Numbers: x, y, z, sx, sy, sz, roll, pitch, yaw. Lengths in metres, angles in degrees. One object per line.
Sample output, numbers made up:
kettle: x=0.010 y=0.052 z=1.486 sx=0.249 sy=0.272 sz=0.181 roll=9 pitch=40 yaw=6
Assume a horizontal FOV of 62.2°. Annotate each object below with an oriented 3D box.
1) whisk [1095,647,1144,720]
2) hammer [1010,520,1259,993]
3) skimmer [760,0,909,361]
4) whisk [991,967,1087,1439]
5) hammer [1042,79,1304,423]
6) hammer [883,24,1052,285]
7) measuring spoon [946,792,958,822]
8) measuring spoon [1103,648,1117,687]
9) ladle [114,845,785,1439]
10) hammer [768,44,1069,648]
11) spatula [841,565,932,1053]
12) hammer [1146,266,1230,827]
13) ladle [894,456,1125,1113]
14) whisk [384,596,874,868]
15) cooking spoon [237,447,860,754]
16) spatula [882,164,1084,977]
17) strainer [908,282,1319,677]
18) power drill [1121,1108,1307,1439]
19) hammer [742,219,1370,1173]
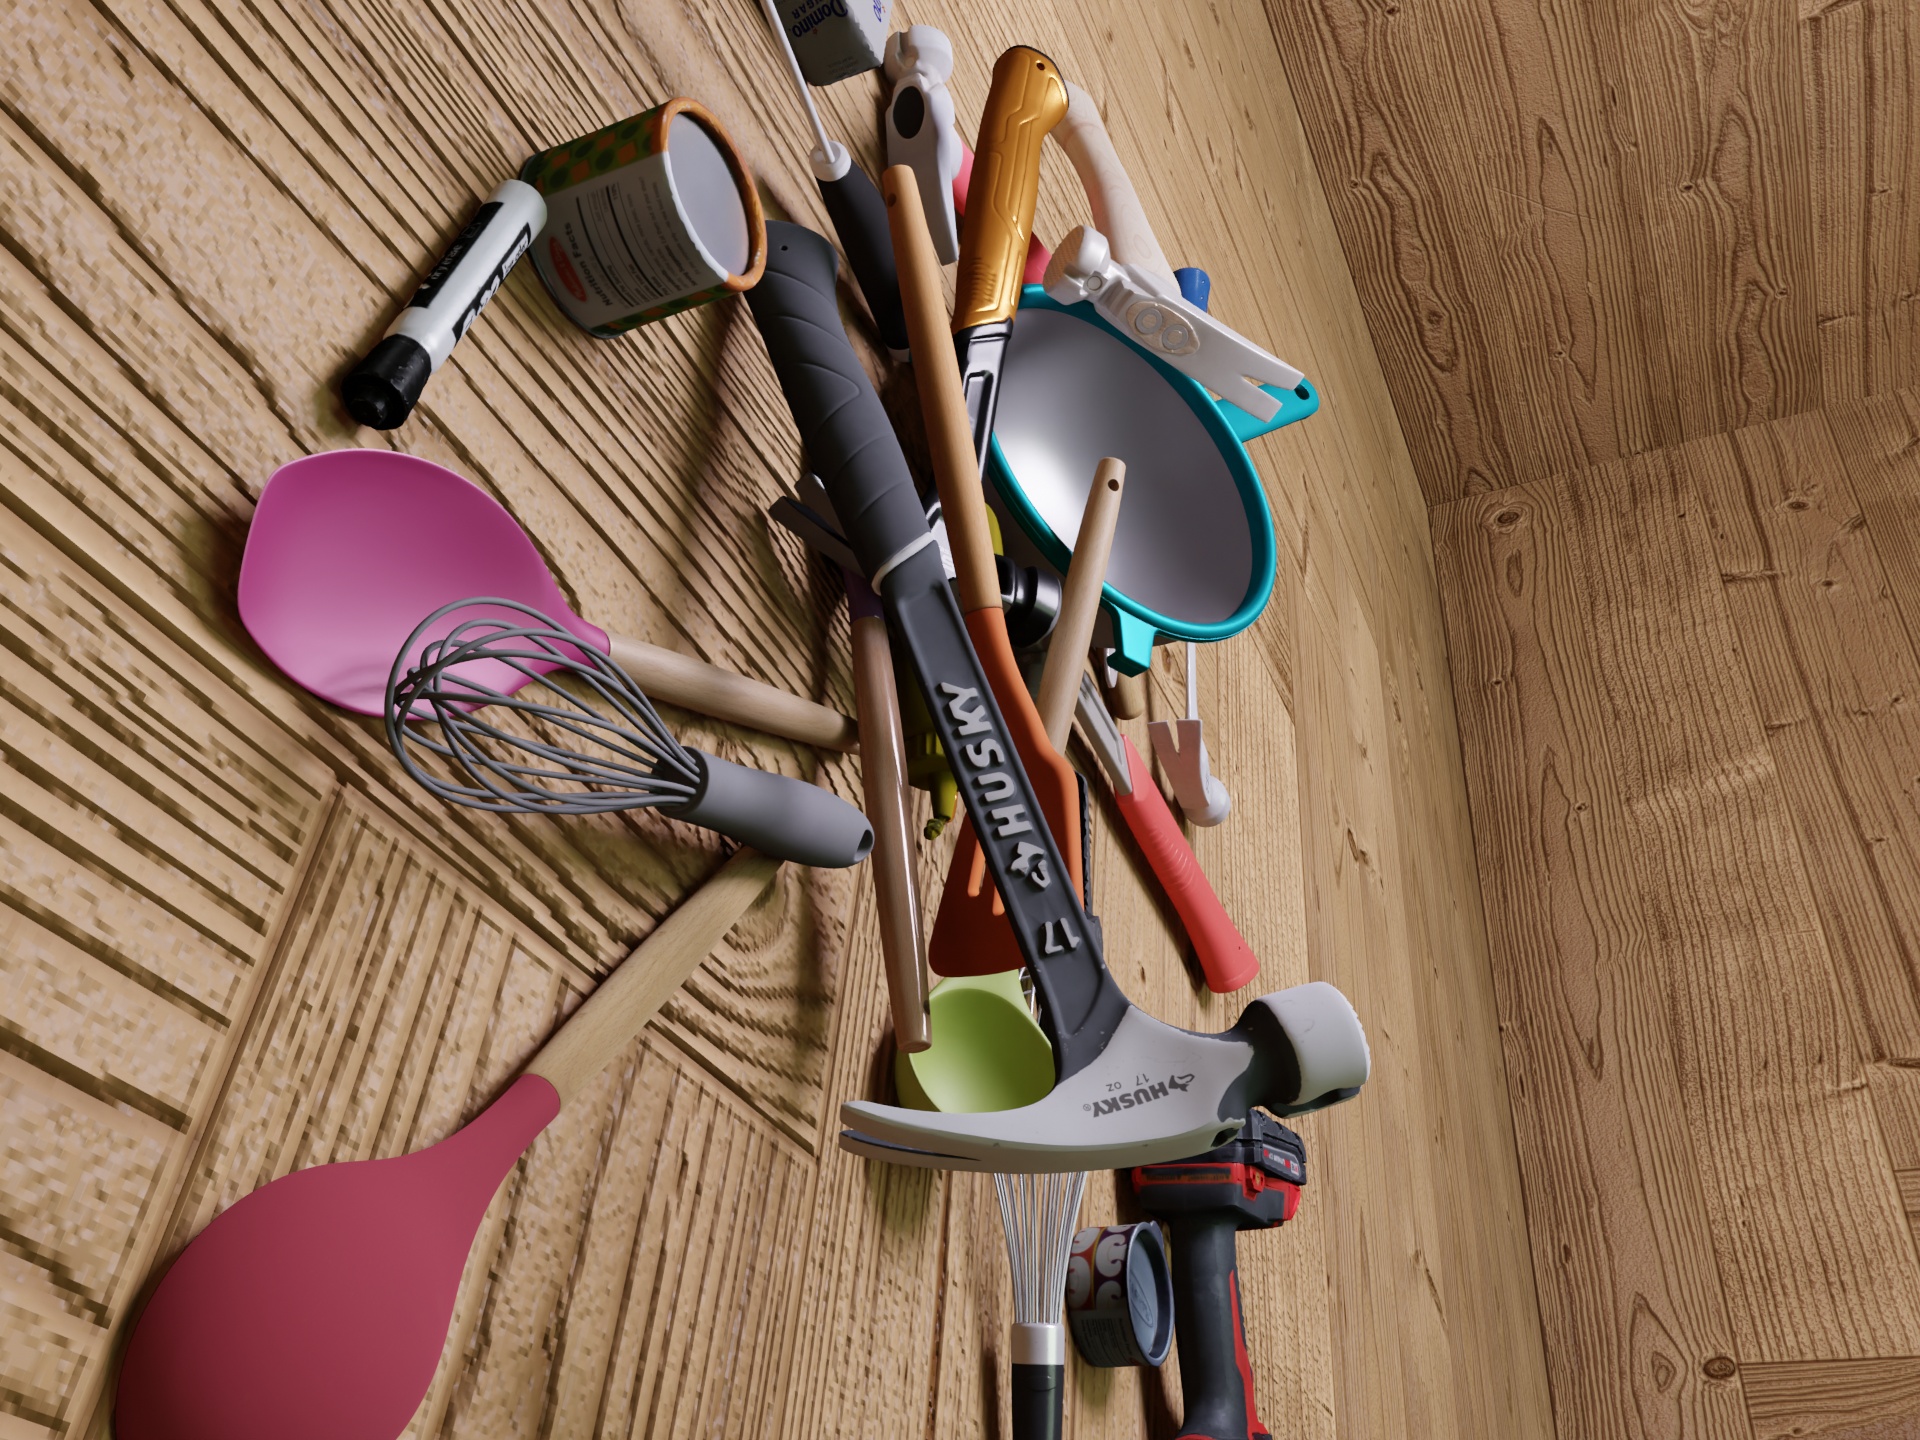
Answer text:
whisk: x=0.078 y=-0.115 z=0.978 sx=0.047 sy=0.051 sz=0.244 roll=-63 pitch=139 yaw=-65
hammer: x=0.113 y=0.046 z=0.982 sx=0.358 sy=0.037 sz=0.149 roll=57 pitch=30 yaw=-39
skimmer: x=-0.101 y=-0.266 z=0.649 sx=0.362 sy=0.090 sz=0.127 roll=62 pitch=10 yaw=-56
whisk: x=0.032 y=0.230 z=0.676 sx=0.070 sy=0.070 sz=0.285 roll=37 pitch=50 yaw=-57
hammer: x=0.100 y=-0.308 z=0.962 sx=0.146 sy=0.038 sz=0.411 roll=26 pitch=30 yaw=-21
hammer: x=0.055 y=-0.263 z=1.006 sx=0.386 sy=0.038 sz=0.143 roll=28 pitch=54 yaw=-61
measuring spoon: x=-0.001 y=-0.002 z=0.767 sx=0.021 sy=0.011 sz=0.117 roll=50 pitch=35 yaw=-48
measuring spoon: x=0.097 y=-0.070 z=0.933 sx=0.034 sy=0.018 sz=0.124 roll=58 pitch=32 yaw=-47
ladle: x=-0.107 y=0.094 z=0.450 sx=0.315 sy=0.031 sz=0.069 roll=-51 pitch=123 yaw=-64
hammer: x=0.005 y=-0.197 z=0.733 sx=0.127 sy=0.034 sz=0.337 roll=25 pitch=56 yaw=-24
spatula: x=-0.034 y=-0.016 z=0.649 sx=0.059 sy=0.018 sz=0.316 roll=43 pitch=32 yaw=-52
hammer: x=0.161 y=-0.138 z=1.118 sx=0.144 sy=0.035 sz=0.406 roll=49 pitch=41 yaw=-64
ladle: x=0.038 y=0.028 z=0.677 sx=0.078 sy=0.062 sz=0.320 roll=21 pitch=73 yaw=-22
whisk: x=-0.086 y=0.016 z=0.490 sx=0.238 sy=0.055 sz=0.055 roll=31 pitch=51 yaw=-62
cooking spoon: x=-0.105 y=-0.017 z=0.519 sx=0.318 sy=0.017 sz=0.069 roll=22 pitch=79 yaw=-64
spatula: x=-0.002 y=-0.066 z=0.615 sx=0.041 sy=0.081 sz=0.323 roll=-3 pitch=78 yaw=-44
strainer: x=0.096 y=-0.135 z=0.881 sx=0.340 sy=0.095 sz=0.211 roll=-29 pitch=84 yaw=-50
power drill: x=0.149 y=0.338 z=0.864 sx=0.187 sy=0.080 sz=0.227 roll=41 pitch=45 yaw=-55
hammer: x=-0.018 y=-0.037 z=0.545 sx=0.036 sy=0.149 sz=0.409 roll=98 pitch=-26 yaw=-53
